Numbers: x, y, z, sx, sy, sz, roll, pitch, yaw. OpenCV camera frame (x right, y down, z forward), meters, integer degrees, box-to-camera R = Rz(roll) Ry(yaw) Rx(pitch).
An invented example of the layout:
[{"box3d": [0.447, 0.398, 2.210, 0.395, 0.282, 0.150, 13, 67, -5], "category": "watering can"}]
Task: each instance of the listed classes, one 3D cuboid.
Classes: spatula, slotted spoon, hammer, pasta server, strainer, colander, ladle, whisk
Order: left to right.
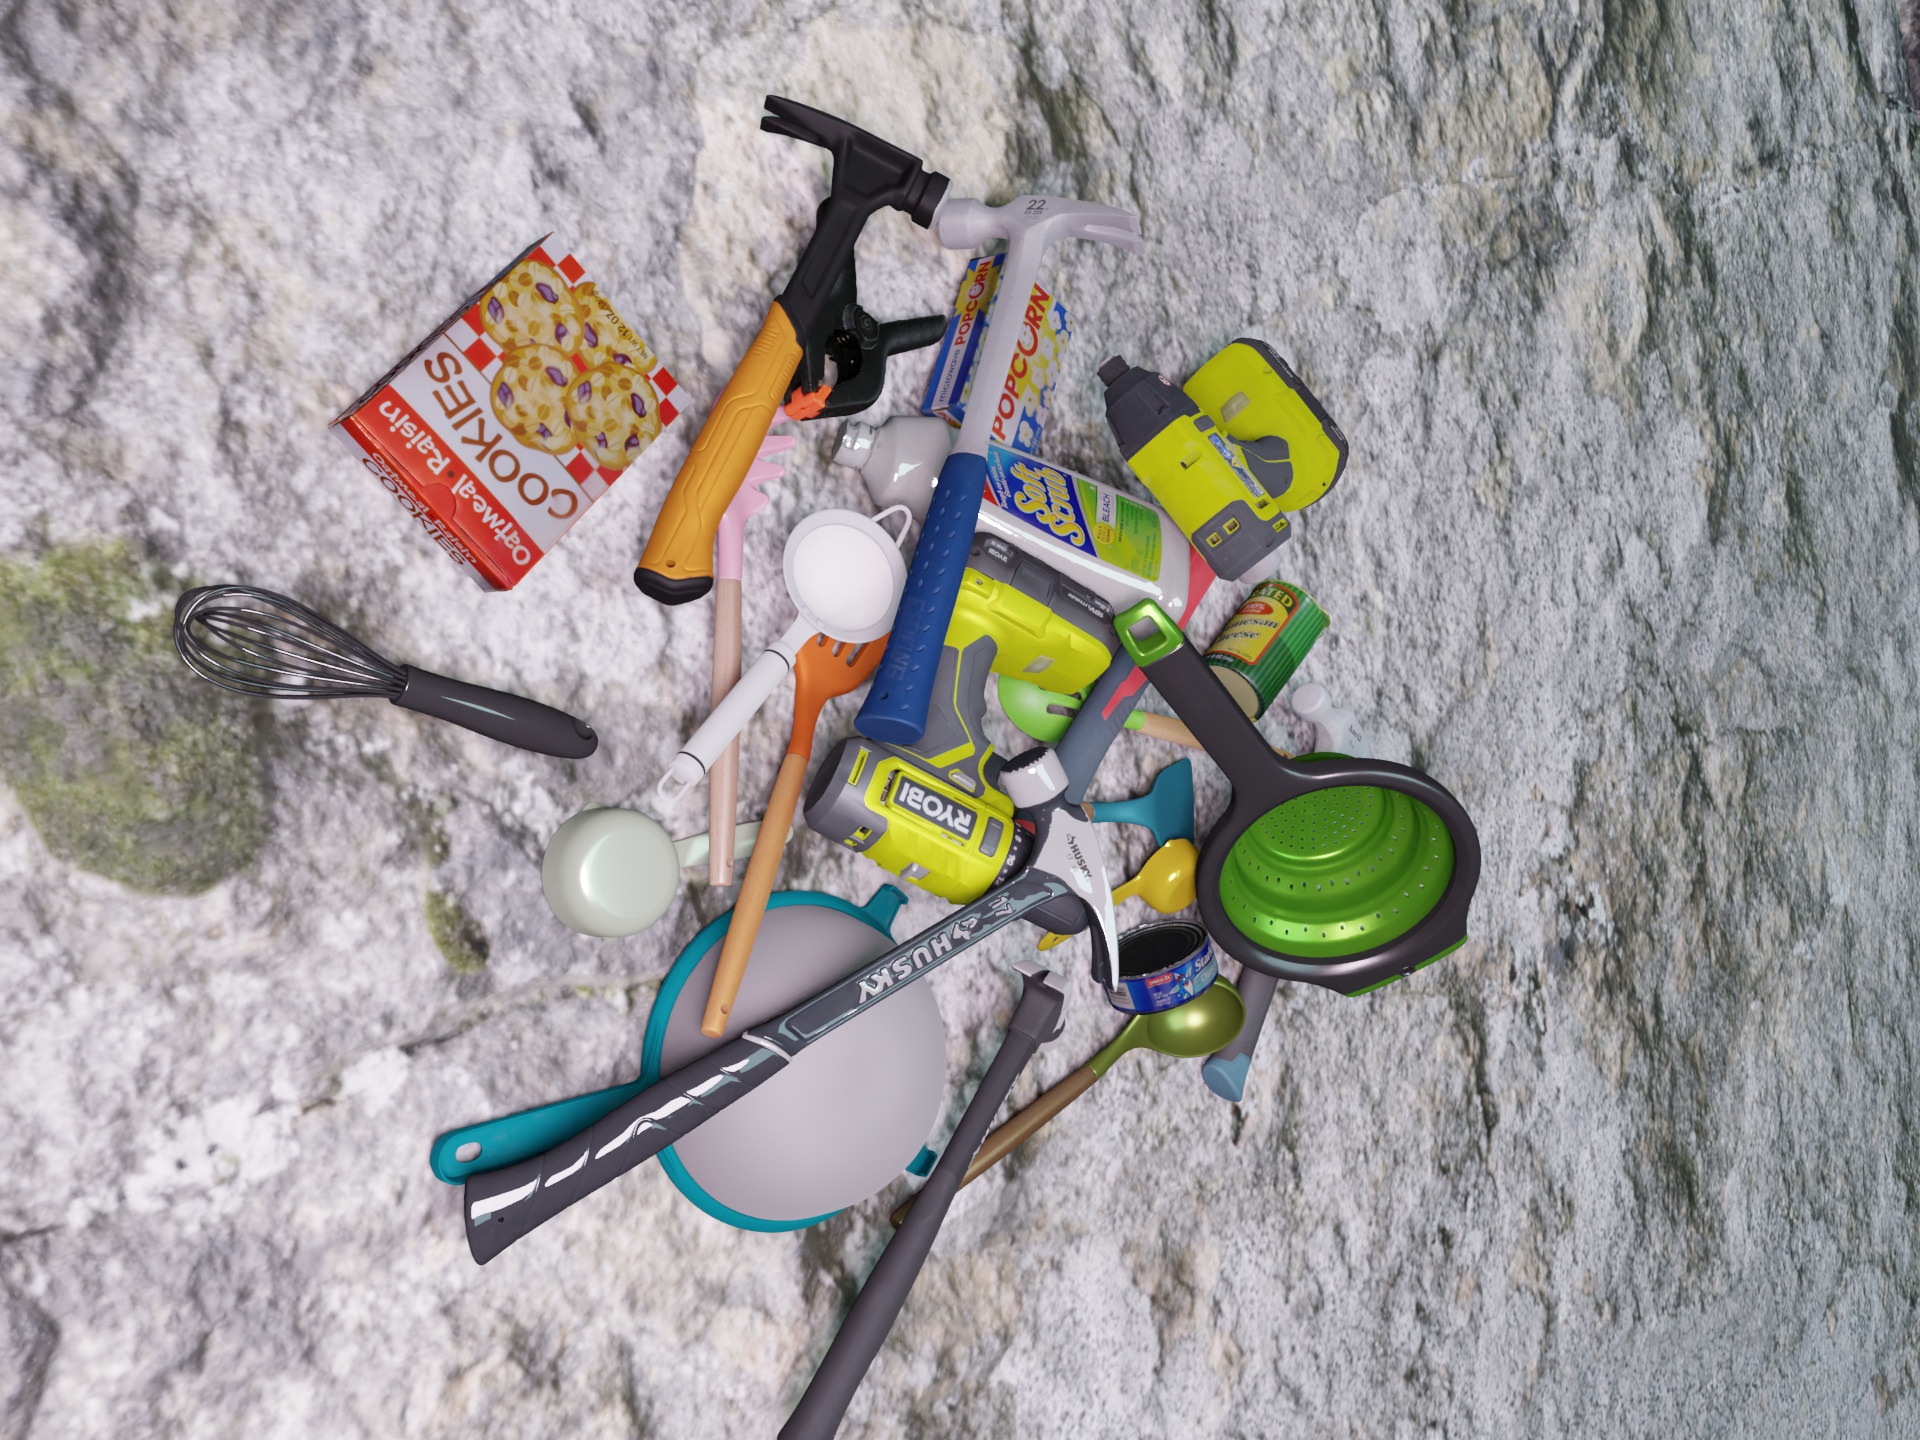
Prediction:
[{"box3d": [-0.295, -0.017, 0.841, 0.238, 0.055, 0.055, 21, 74, -40], "category": "whisk"}, {"box3d": [-0.135, -0.059, 0.961, 0.060, 0.040, 0.316, 16, 71, -53], "category": "pasta server"}, {"box3d": [-0.128, 0.217, 0.927, 0.340, 0.095, 0.211, -7, 92, -40], "category": "strainer"}, {"box3d": [-0.119, -0.220, 0.945, 0.127, 0.034, 0.337, 24, 69, -8], "category": "hammer"}, {"box3d": [-0.106, -0.043, 0.947, 0.086, 0.050, 0.258, 45, 52, -13], "category": "strainer"}, {"box3d": [-0.101, 0.041, 0.972, 0.081, 0.041, 0.323, 36, 52, -30], "category": "spatula"}, {"box3d": [-0.088, 0.175, 0.885, 0.409, 0.036, 0.149, -30, 104, -16], "category": "hammer"}, {"box3d": [-0.016, 0.298, 0.992, 0.335, 0.035, 0.146, -58, 164, -25], "category": "hammer"}, {"box3d": [0.012, -0.172, 0.992, 0.035, 0.144, 0.406, 59, 40, -57], "category": "hammer"}, {"box3d": [0.064, 0.069, 1.142, 0.317, 0.044, 0.082, 0, 88, -34], "category": "spatula"}, {"box3d": [0.082, 0.269, 1.120, 0.320, 0.062, 0.078, -29, 130, -33], "category": "ladle"}, {"box3d": [0.121, -0.057, 1.153, 0.143, 0.038, 0.386, 52, 51, -21], "category": "hammer"}, {"box3d": [0.154, 0.003, 1.215, 0.313, 0.031, 0.070, 14, 72, -39], "category": "slotted spoon"}, {"box3d": [0.224, 0.038, 1.143, 0.396, 0.204, 0.095, 48, 22, -29], "category": "colander"}, {"box3d": [0.261, 0.143, 1.279, 0.128, 0.033, 0.331, 39, 66, -41], "category": "hammer"}]

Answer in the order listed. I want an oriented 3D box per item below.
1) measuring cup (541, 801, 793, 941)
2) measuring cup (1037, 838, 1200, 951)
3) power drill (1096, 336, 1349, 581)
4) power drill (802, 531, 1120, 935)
[{"box3d": [-0.163, 0.081, 0.944, 0.167, 0.038, 0.083, -11, 94, -37], "category": "measuring cup"}, {"box3d": [0.123, 0.138, 1.166, 0.156, 0.029, 0.062, -27, 140, -30], "category": "measuring cup"}, {"box3d": [0.189, -0.202, 1.142, 0.171, 0.080, 0.223, 52, 33, 2], "category": "power drill"}, {"box3d": [0.023, 0.012, 1.007, 0.190, 0.080, 0.229, 28, 57, -14], "category": "power drill"}]
